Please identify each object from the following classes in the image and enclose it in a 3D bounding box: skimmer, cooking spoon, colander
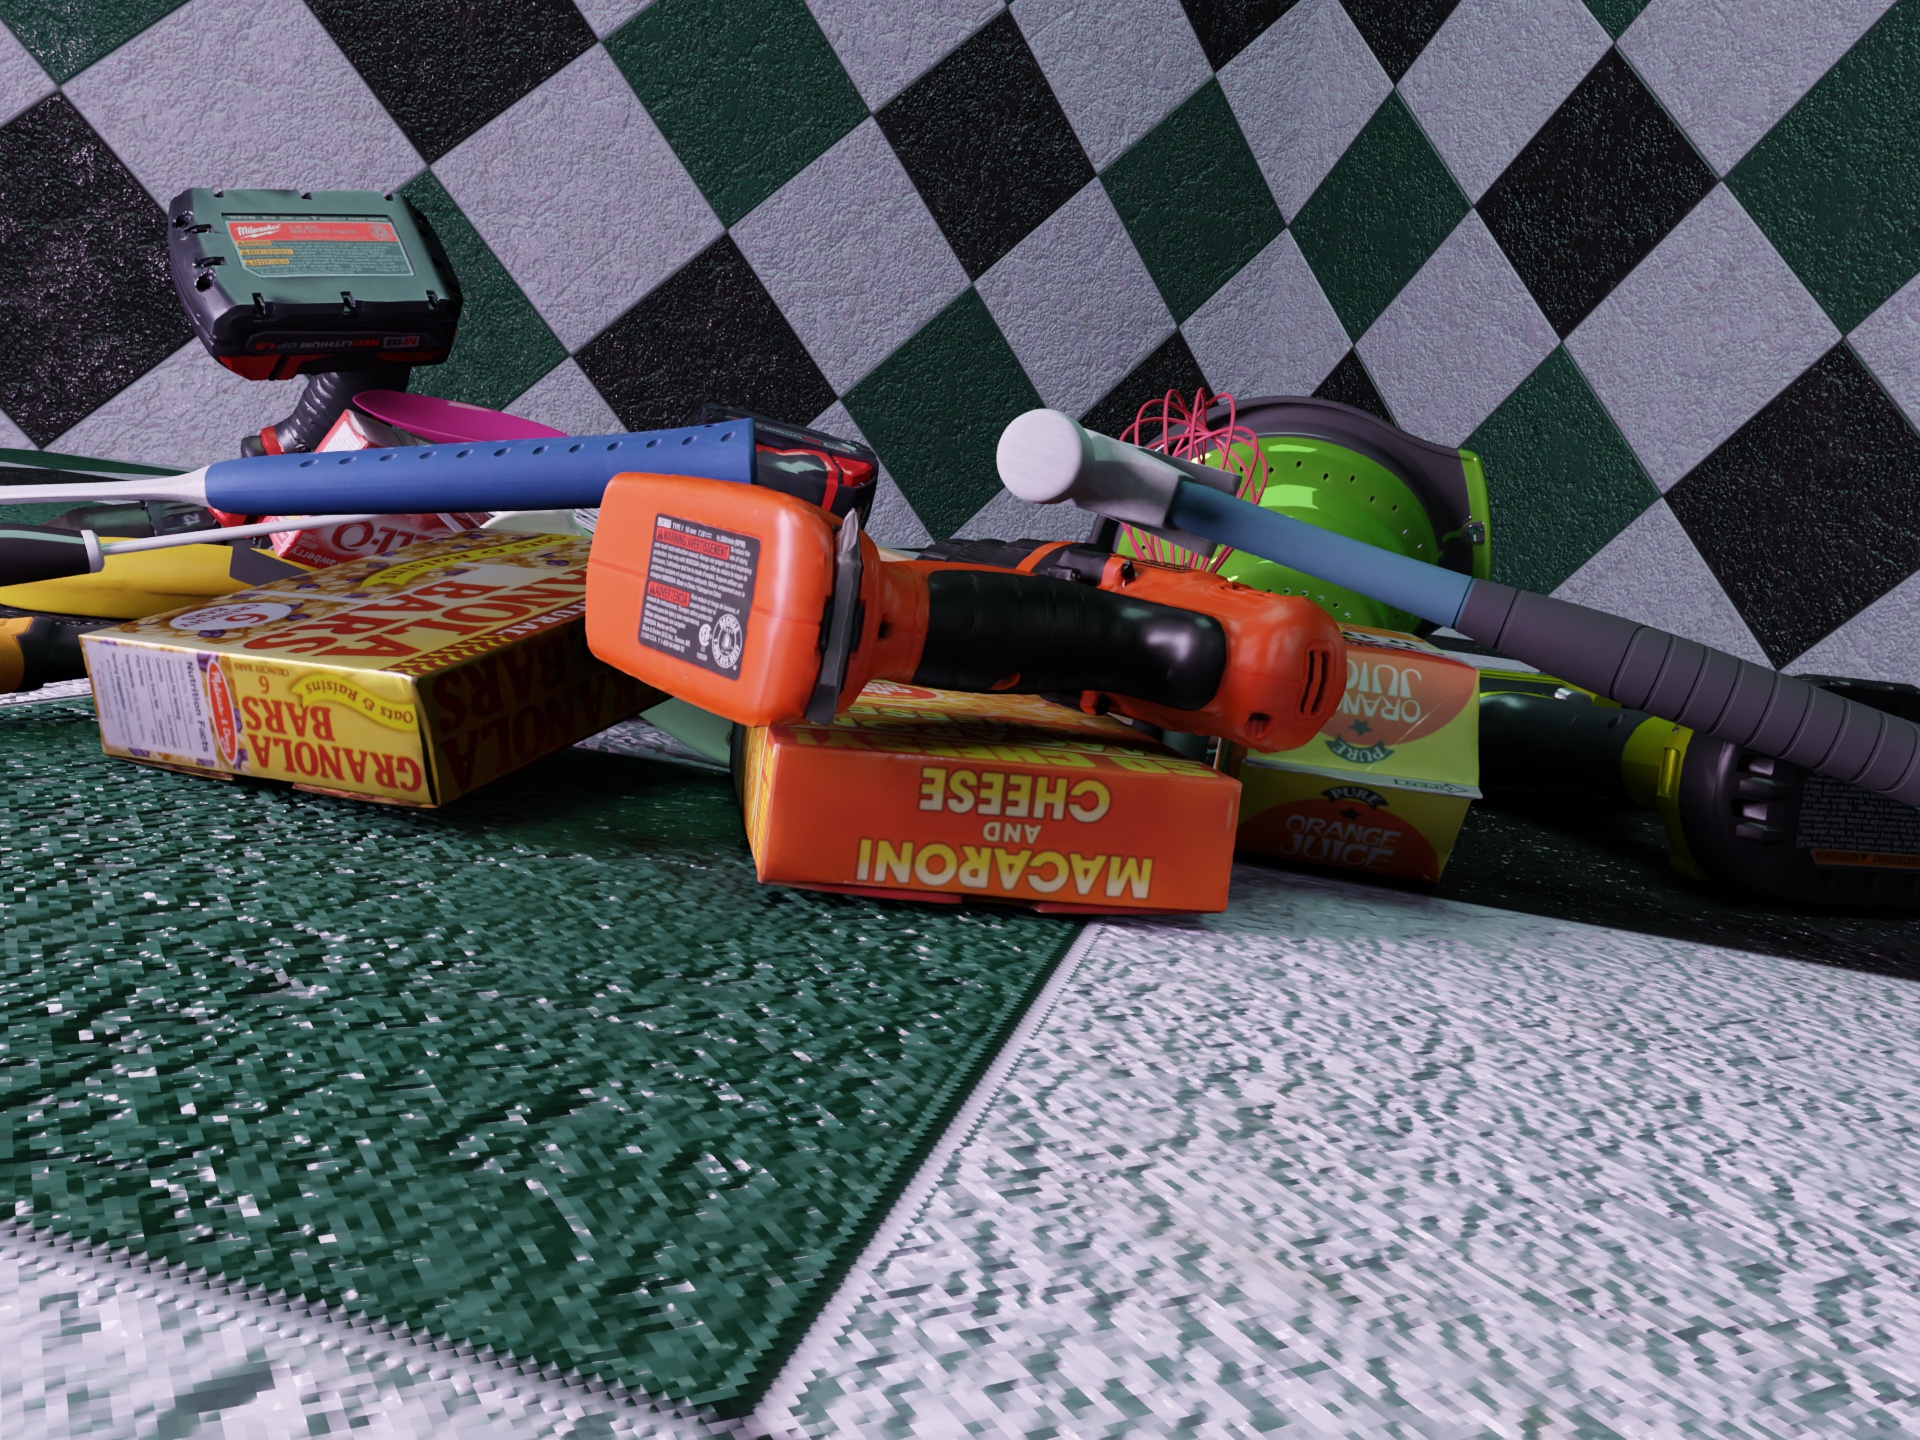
[{"bbox_3d":[-0.302,-0.052,0.688,0.363,0.090,0.127,-12,11,-31],"label":"skimmer"},{"bbox_3d":[-0.119,-0.097,0.726,0.319,0.017,0.069,18,19,-3],"label":"cooking spoon"},{"bbox_3d":[0.091,-0.054,0.876,0.397,0.204,0.095,-7,39,14],"label":"colander"}]

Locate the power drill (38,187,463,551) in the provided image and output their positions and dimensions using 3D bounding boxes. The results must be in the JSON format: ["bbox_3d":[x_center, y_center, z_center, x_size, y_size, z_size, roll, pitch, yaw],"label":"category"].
[{"bbox_3d":[-0.344,-0.142,0.771,0.188,0.226,0.080,-12,61,-34],"label":"power drill"}]

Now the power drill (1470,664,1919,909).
[{"bbox_3d":[0.294,0.015,0.655,0.171,0.080,0.223,4,5,-20],"label":"power drill"}]

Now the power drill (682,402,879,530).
[{"bbox_3d":[-0.079,-0.083,0.828,0.143,0.078,0.220,12,25,-23],"label":"power drill"}]

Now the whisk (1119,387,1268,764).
[{"bbox_3d":[0.093,-0.061,0.675,0.073,0.073,0.296,8,39,5],"label":"whisk"}]

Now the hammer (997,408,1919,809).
[{"bbox_3d":[0.178,-0.033,0.521,0.331,0.033,0.128,22,11,15],"label":"hammer"}]

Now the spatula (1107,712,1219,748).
[{"bbox_3d":[-0.001,-0.002,0.699,0.315,0.018,0.060,4,-1,-21],"label":"spatula"}]

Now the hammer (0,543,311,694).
[{"bbox_3d":[-0.302,-0.021,0.471,0.127,0.034,0.337,19,13,23],"label":"hammer"}]

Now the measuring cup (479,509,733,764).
[{"bbox_3d":[-0.129,-0.021,0.603,0.168,0.083,0.038,30,0,25],"label":"measuring cup"}]

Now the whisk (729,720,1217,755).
[{"bbox_3d":[0.019,0.000,0.650,0.245,0.051,0.047,-3,-25,-32],"label":"whisk"}]

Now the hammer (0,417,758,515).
[{"bbox_3d":[-0.277,-0.085,0.572,0.405,0.035,0.144,-3,14,-5],"label":"hammer"}]
